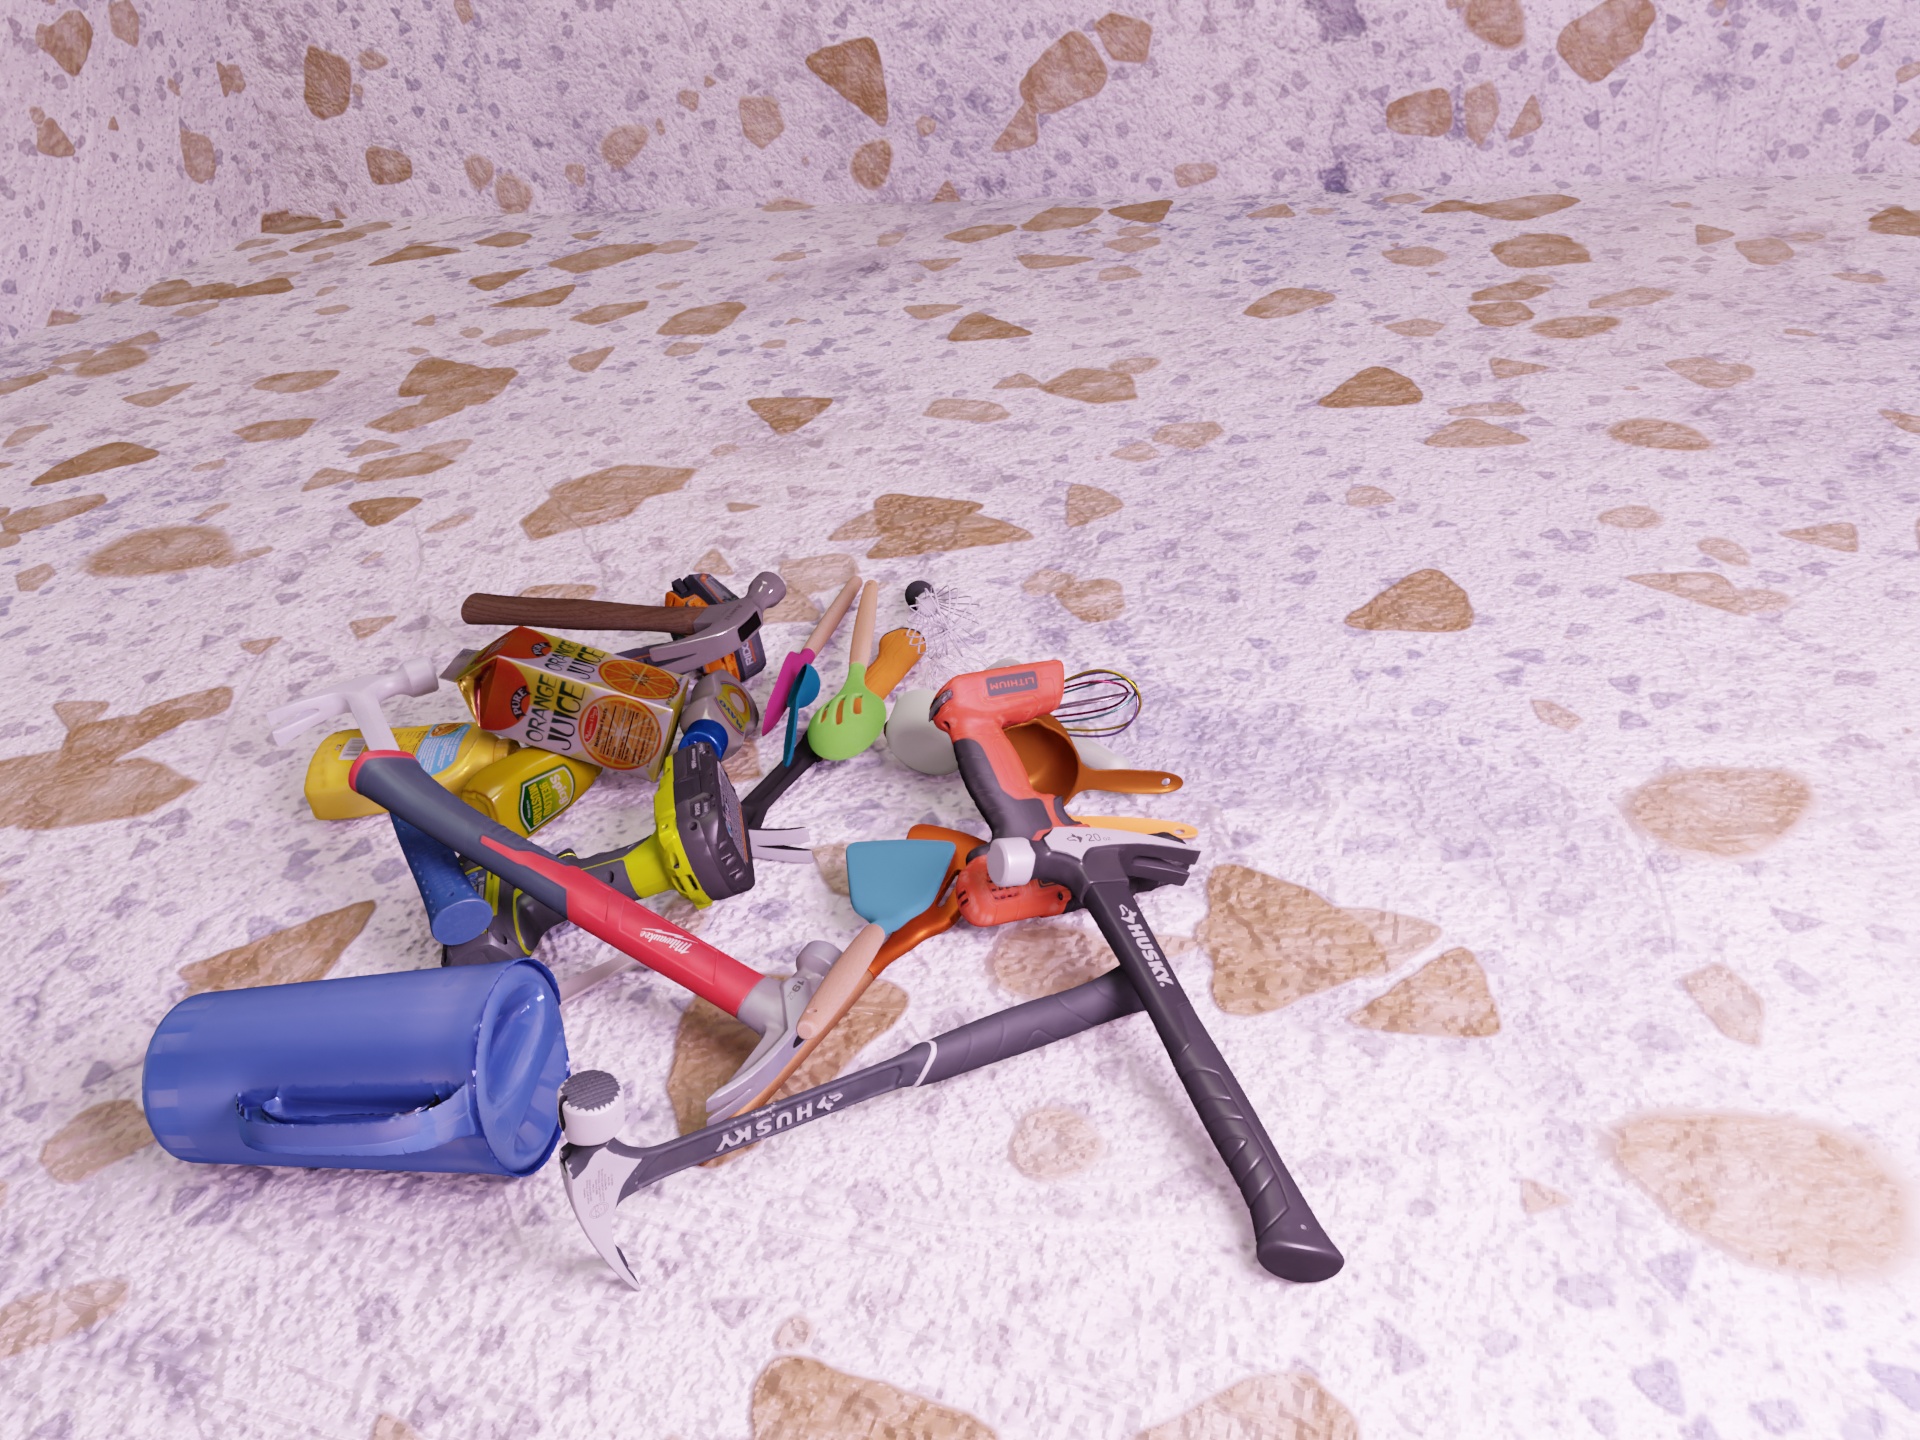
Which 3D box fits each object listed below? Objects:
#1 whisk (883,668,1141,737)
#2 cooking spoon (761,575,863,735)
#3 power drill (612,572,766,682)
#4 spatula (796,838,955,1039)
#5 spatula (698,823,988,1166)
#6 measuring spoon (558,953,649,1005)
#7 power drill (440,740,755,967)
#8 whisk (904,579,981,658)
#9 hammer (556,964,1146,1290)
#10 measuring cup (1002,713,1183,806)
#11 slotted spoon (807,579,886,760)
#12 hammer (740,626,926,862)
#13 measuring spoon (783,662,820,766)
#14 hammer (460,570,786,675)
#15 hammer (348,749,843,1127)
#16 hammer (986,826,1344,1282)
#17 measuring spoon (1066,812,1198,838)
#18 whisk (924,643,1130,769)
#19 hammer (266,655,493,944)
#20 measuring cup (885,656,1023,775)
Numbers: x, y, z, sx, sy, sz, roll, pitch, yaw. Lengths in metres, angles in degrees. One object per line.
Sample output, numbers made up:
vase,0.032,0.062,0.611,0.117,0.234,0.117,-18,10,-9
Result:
whisk,0.039,-0.009,1.321,0.245,0.047,0.051,-8,49,32
cooking spoon,-0.137,-0.073,1.509,0.017,0.068,0.319,17,29,3
power drill,-0.315,-0.057,1.487,0.226,0.084,0.164,-26,35,-22
spatula,-0.064,0.136,1.032,0.082,0.044,0.317,-1,9,8
spatula,-0.080,0.182,1.087,0.081,0.041,0.323,16,39,27
measuring spoon,-0.259,0.189,1.141,0.124,0.018,0.034,-26,34,-17
power drill,-0.276,0.104,1.195,0.223,0.080,0.171,-21,34,1
whisk,-0.025,-0.104,1.473,0.070,0.070,0.285,-10,12,-5
hammer,-0.041,0.220,0.965,0.409,0.149,0.036,-14,34,-28
measuring cup,0.089,0.035,1.268,0.173,0.095,0.052,4,23,-12
slotted spoon,-0.093,-0.058,1.429,0.070,0.031,0.314,-14,28,9
hammer,-0.109,0.010,1.377,0.127,0.034,0.337,8,34,24
measuring spoon,-0.134,0.000,1.348,0.021,0.042,0.129,23,35,-16
hammer,-0.326,-0.094,1.448,0.331,0.031,0.130,5,39,28
hammer,-0.272,0.127,1.073,0.386,0.038,0.143,26,47,17
hammer,0.140,0.189,0.971,0.146,0.035,0.335,-1,41,-26
measuring spoon,0.126,0.085,1.236,0.117,0.011,0.021,4,34,11
whisk,0.054,-0.006,1.364,0.247,0.057,0.059,31,82,40
hammer,-0.445,0.057,1.251,0.144,0.035,0.406,-20,34,-21
measuring cup,-0.002,-0.004,1.282,0.167,0.083,0.038,-37,23,50
